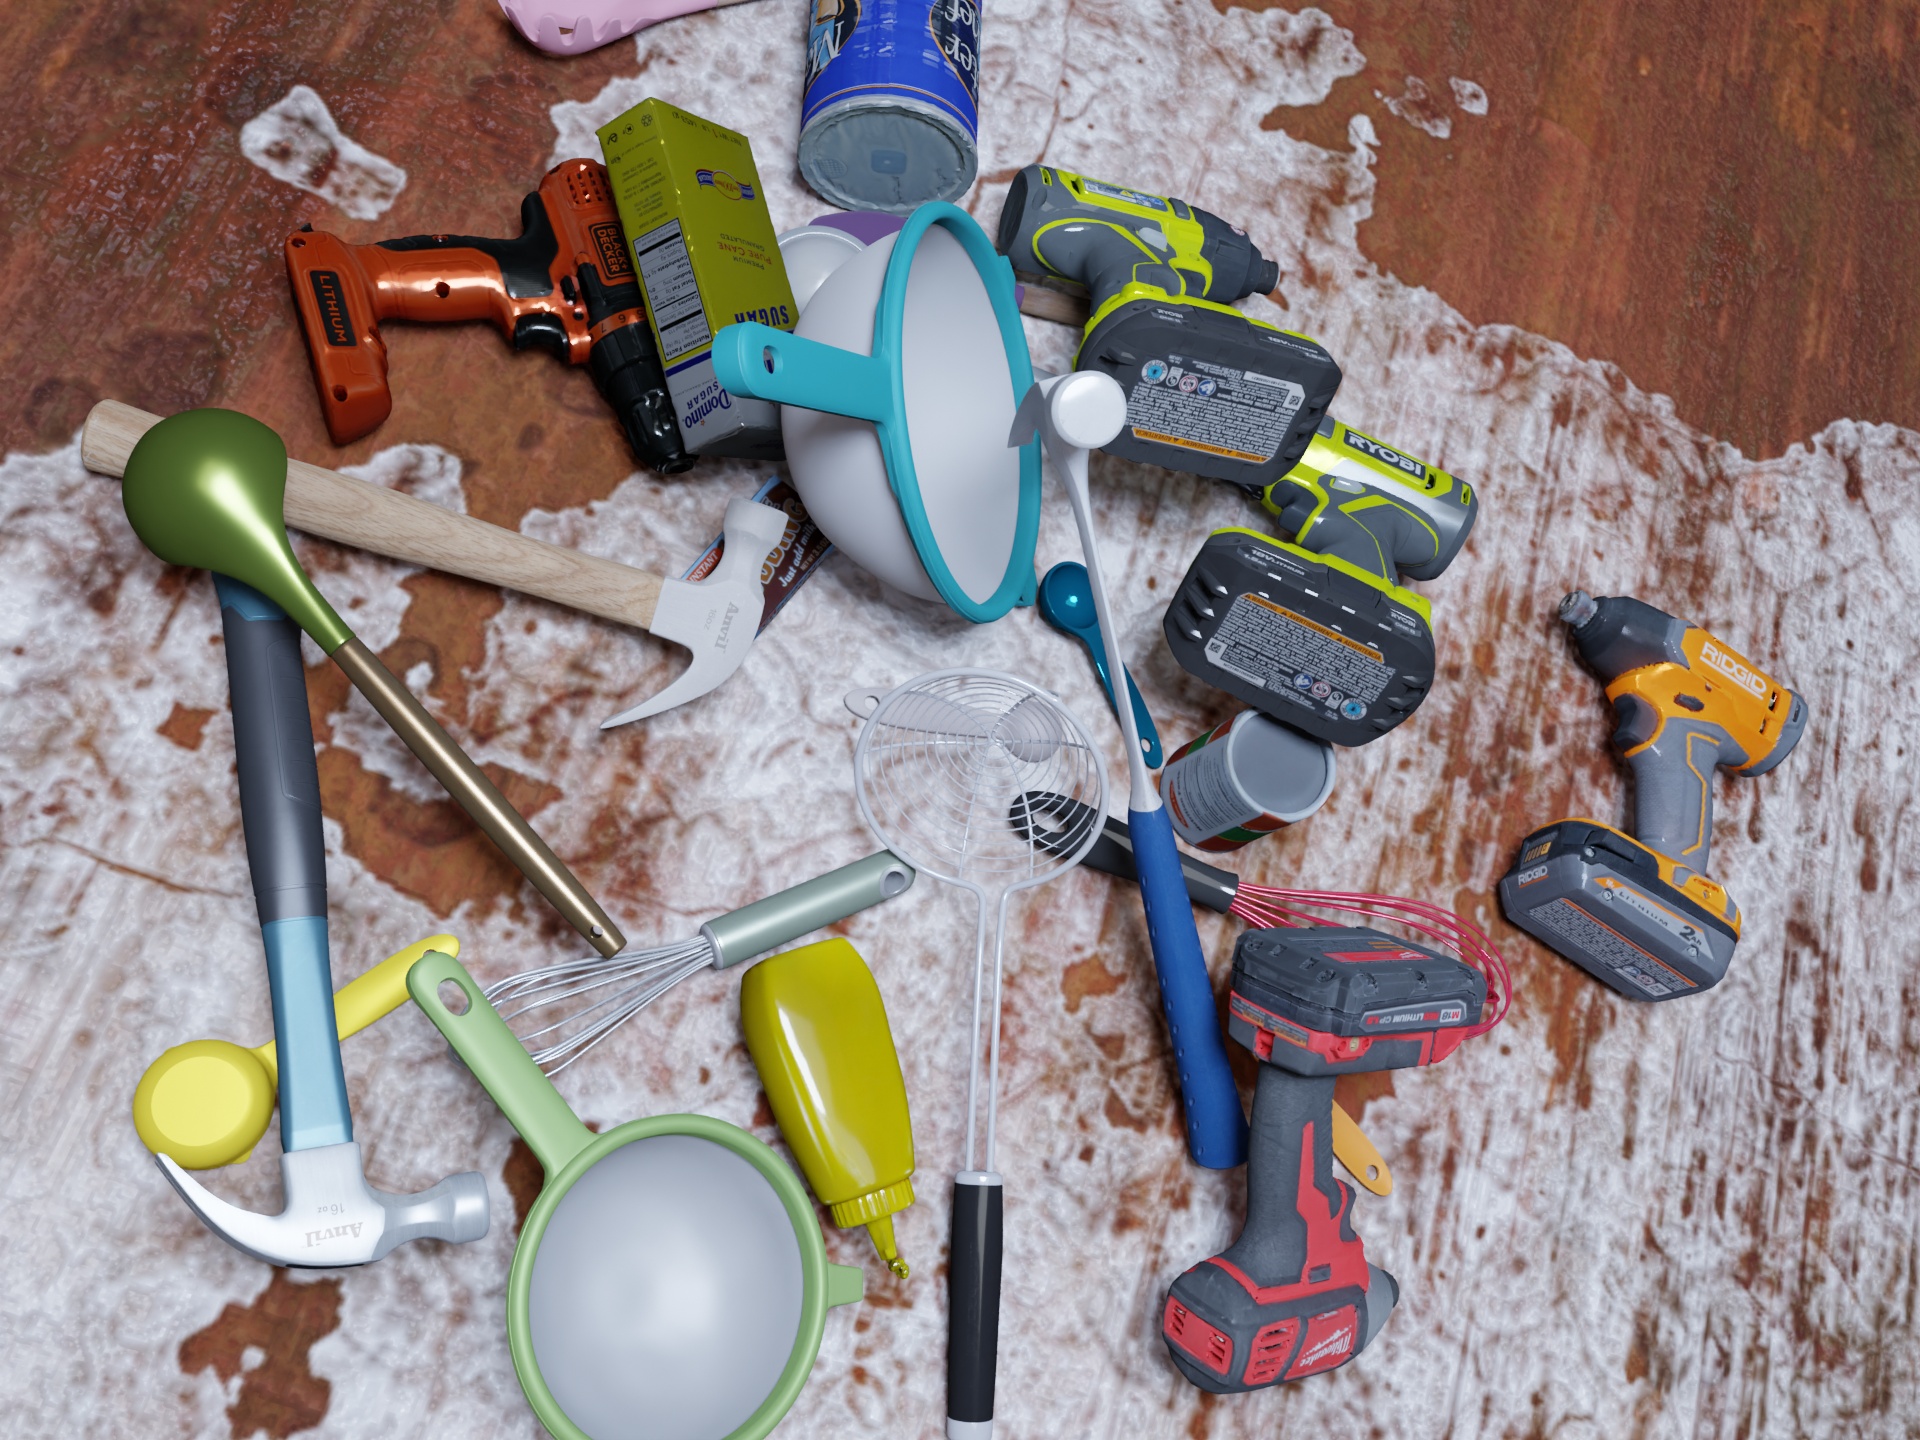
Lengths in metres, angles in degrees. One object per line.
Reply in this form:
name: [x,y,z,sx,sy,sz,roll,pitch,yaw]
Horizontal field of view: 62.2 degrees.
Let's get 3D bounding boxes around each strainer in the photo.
strainer: [-0.056,-0.147,0.763,0.095,0.340,0.211,-3,93,22]
strainer: [-0.017,-0.219,0.912,0.258,0.050,0.087,18,85,-15]
strainer: [-0.169,0.212,0.705,0.151,0.069,0.256,-40,97,-39]

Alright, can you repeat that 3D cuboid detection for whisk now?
whisk: [-0.129,0.114,0.777,0.246,0.059,0.057,-21,118,-26]
whisk: [0.164,0.101,0.866,0.296,0.073,0.073,22,69,-3]

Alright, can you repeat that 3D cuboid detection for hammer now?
hammer: [-0.301,0.079,0.719,0.128,0.033,0.331,-4,69,-29]
hammer: [0.090,0.030,0.794,0.035,0.144,0.405,-15,102,-5]
hammer: [-0.261,-0.089,0.785,0.331,0.031,0.130,16,92,-7]

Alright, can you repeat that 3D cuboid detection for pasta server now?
pasta server: [-0.123,-0.445,0.946,0.316,0.040,0.060,-24,65,-24]

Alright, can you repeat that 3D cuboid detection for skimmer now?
skimmer: [0.005,0.159,0.761,0.127,0.090,0.363,0,80,12]

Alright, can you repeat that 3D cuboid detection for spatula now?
spatula: [0.061,-0.250,0.956,0.315,0.018,0.060,10,78,-14]

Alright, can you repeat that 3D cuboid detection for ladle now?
ladle: [-0.264,-0.014,0.736,0.078,0.062,0.320,-41,94,-4]

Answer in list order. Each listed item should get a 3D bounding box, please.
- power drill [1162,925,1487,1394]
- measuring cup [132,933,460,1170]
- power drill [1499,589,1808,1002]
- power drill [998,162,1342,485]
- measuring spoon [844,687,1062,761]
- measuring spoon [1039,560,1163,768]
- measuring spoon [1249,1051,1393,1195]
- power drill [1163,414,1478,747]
power drill: [0.182,0.218,0.789,0.143,0.079,0.219,5,98,-36]
measuring cup: [-0.297,0.143,0.720,0.156,0.029,0.062,-35,87,-22]
power drill: [0.404,0.033,0.950,0.164,0.084,0.227,33,63,-5]
power drill: [0.121,-0.228,0.884,0.171,0.080,0.223,9,39,-16]
measuring spoon: [-0.001,-0.003,0.863,0.124,0.018,0.034,9,72,-14]
measuring spoon: [0.079,-0.029,0.900,0.042,0.021,0.128,-28,93,-37]
measuring spoon: [0.195,0.214,0.867,0.021,0.011,0.117,-42,93,-24]
power drill: [0.187,-0.103,0.884,0.190,0.080,0.229,25,40,0]
